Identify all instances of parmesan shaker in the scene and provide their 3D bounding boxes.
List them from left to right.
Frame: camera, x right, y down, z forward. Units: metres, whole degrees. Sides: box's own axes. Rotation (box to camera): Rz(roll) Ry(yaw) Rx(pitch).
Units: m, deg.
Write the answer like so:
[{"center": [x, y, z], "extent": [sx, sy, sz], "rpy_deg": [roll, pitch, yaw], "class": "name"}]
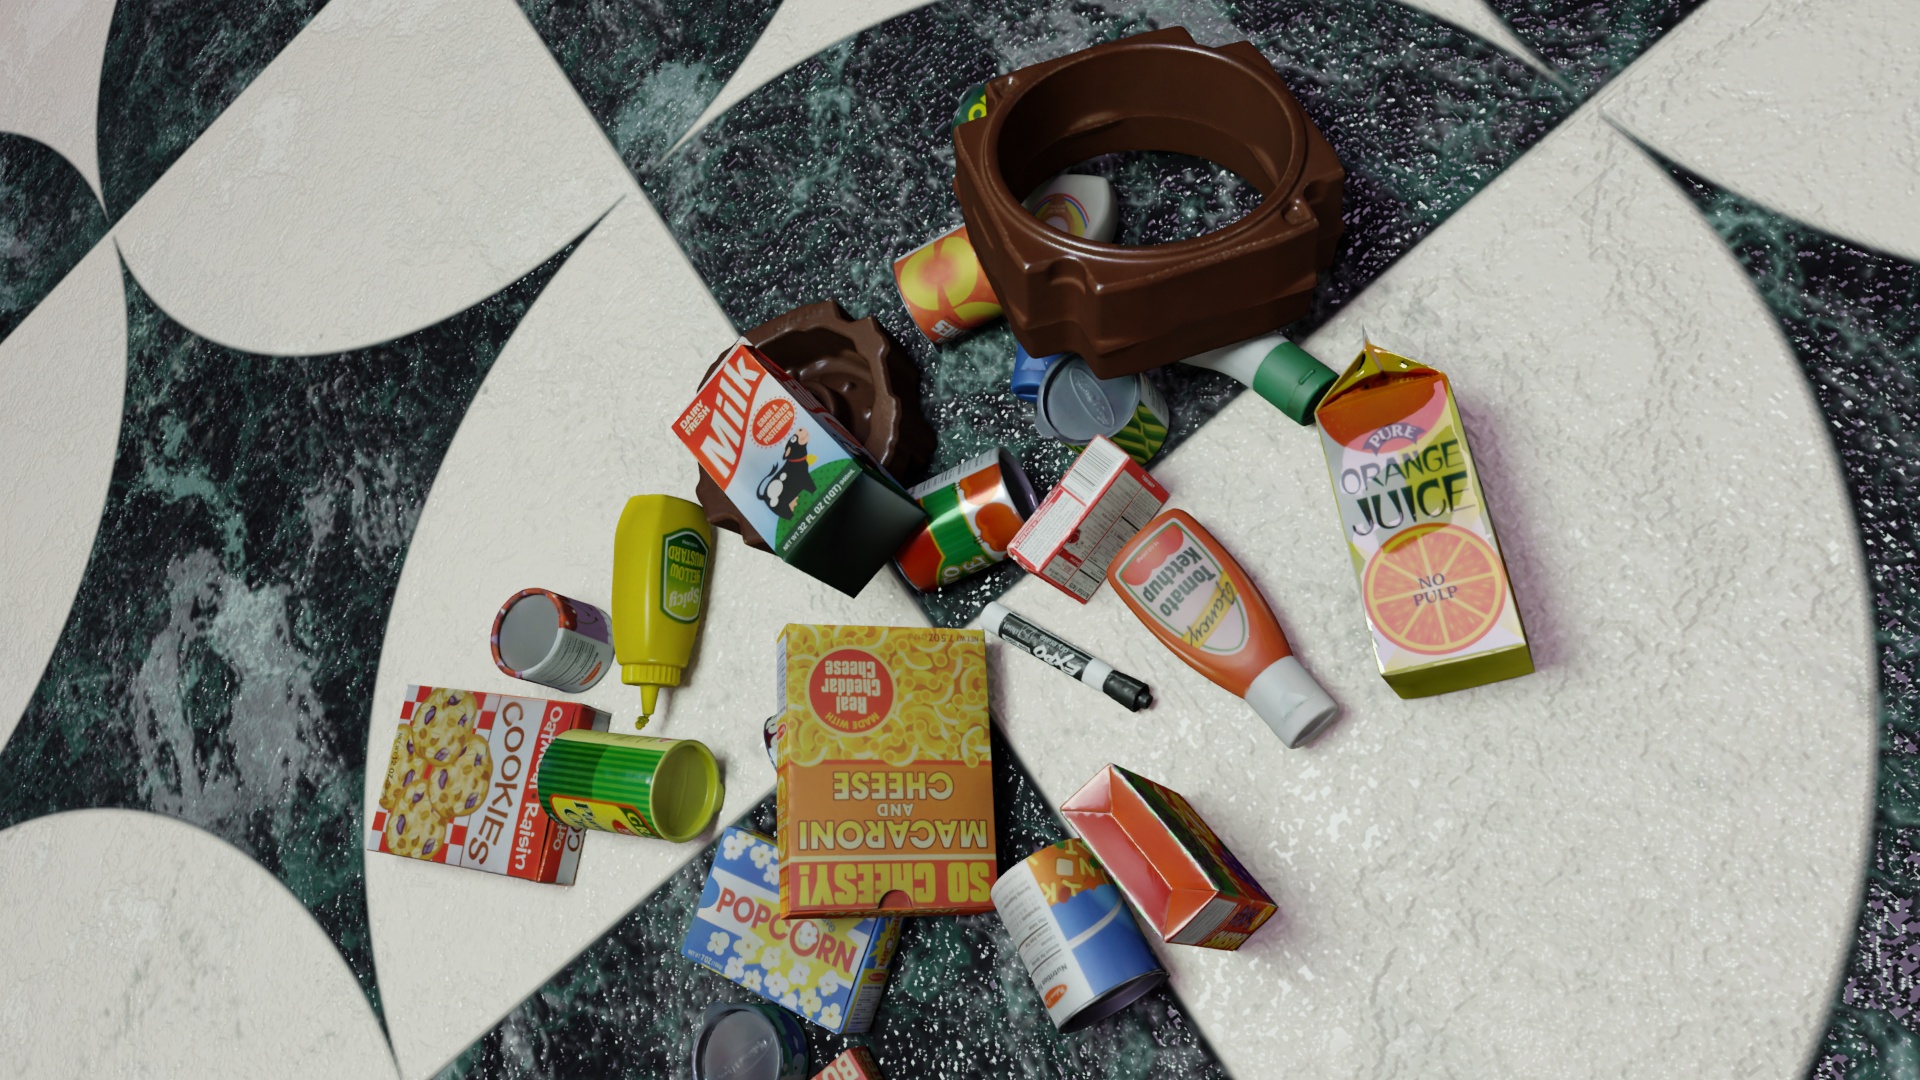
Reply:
[{"center": [-0.219, 0.162, 0.920], "extent": [0.103, 0.071, 0.071], "rpy_deg": [0, 74, 30], "class": "parmesan shaker"}]

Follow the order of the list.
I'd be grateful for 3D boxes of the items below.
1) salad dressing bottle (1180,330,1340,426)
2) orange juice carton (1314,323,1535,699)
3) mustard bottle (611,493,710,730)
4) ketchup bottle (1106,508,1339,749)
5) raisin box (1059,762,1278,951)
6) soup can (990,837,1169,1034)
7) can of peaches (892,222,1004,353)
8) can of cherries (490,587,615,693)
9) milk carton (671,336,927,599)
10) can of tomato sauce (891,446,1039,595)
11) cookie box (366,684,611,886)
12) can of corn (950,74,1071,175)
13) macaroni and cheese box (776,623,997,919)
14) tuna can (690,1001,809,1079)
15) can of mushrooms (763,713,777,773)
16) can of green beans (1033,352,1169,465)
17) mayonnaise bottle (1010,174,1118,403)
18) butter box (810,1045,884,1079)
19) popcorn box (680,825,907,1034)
[{"center": [0.161, -0.124, 0.839], "extent": [0.064, 0.044, 0.148], "rpy_deg": [-44, 60, -6], "class": "salad dressing bottle"}, {"center": [0.243, -0.019, 0.746], "extent": [0.073, 0.071, 0.193], "rpy_deg": [-17, 67, 21], "class": "orange juice carton"}, {"center": [-0.208, 0.050, 0.956], "extent": [0.049, 0.065, 0.160], "rpy_deg": [-4, 77, 31], "class": "mustard bottle"}, {"center": [0.150, 0.052, 0.786], "extent": [0.064, 0.043, 0.149], "rpy_deg": [-44, 60, 7], "class": "ketchup bottle"}, {"center": [0.111, 0.167, 0.721], "extent": [0.040, 0.123, 0.086], "rpy_deg": [-46, 60, 6], "class": "raisin box"}, {"center": [0.066, 0.215, 0.763], "extent": [0.071, 0.071, 0.084], "rpy_deg": [-36, 60, 12], "class": "soup can"}, {"center": [-0.003, -0.168, 0.923], "extent": [0.058, 0.071, 0.071], "rpy_deg": [-26, 64, 17], "class": "can of peaches"}, {"center": [-0.292, 0.070, 0.991], "extent": [0.071, 0.058, 0.071], "rpy_deg": [-8, 71, 24], "class": "can of cherries"}, {"center": [-0.112, -0.055, 0.865], "extent": [0.072, 0.073, 0.191], "rpy_deg": [-49, 53, 5], "class": "milk carton"}, {"center": [0.003, -0.011, 0.868], "extent": [0.083, 0.071, 0.071], "rpy_deg": [-25, 64, 17], "class": "can of tomato sauce"}, {"center": [-0.338, 0.172, 0.990], "extent": [0.167, 0.040, 0.123], "rpy_deg": [2, 74, 27], "class": "cookie box"}, {"center": [0.035, -0.270, 0.934], "extent": [0.071, 0.071, 0.058], "rpy_deg": [-42, 61, 9], "class": "can of corn"}, {"center": [-0.045, 0.134, 0.817], "extent": [0.124, 0.040, 0.167], "rpy_deg": [3, 70, -16], "class": "macaroni and cheese box"}, {"center": [-0.129, 0.313, 0.844], "extent": [0.071, 0.033, 0.071], "rpy_deg": [-8, 70, 24], "class": "tuna can"}, {"center": [-0.090, 0.130, 0.868], "extent": [0.033, 0.071, 0.071], "rpy_deg": [-33, 62, 14], "class": "can of mushrooms"}, {"center": [0.088, -0.080, 0.852], "extent": [0.071, 0.057, 0.071], "rpy_deg": [-8, 70, 24], "class": "can of green beans"}, {"center": [0.062, -0.163, 0.902], "extent": [0.065, 0.041, 0.148], "rpy_deg": [4, 75, 23], "class": "mayonnaise bottle"}, {"center": [-0.084, 0.350, 0.814], "extent": [0.103, 0.024, 0.053], "rpy_deg": [-43, 61, 8], "class": "butter box"}, {"center": [-0.100, 0.237, 0.852], "extent": [0.127, 0.038, 0.085], "rpy_deg": [15, 82, 29], "class": "popcorn box"}]
